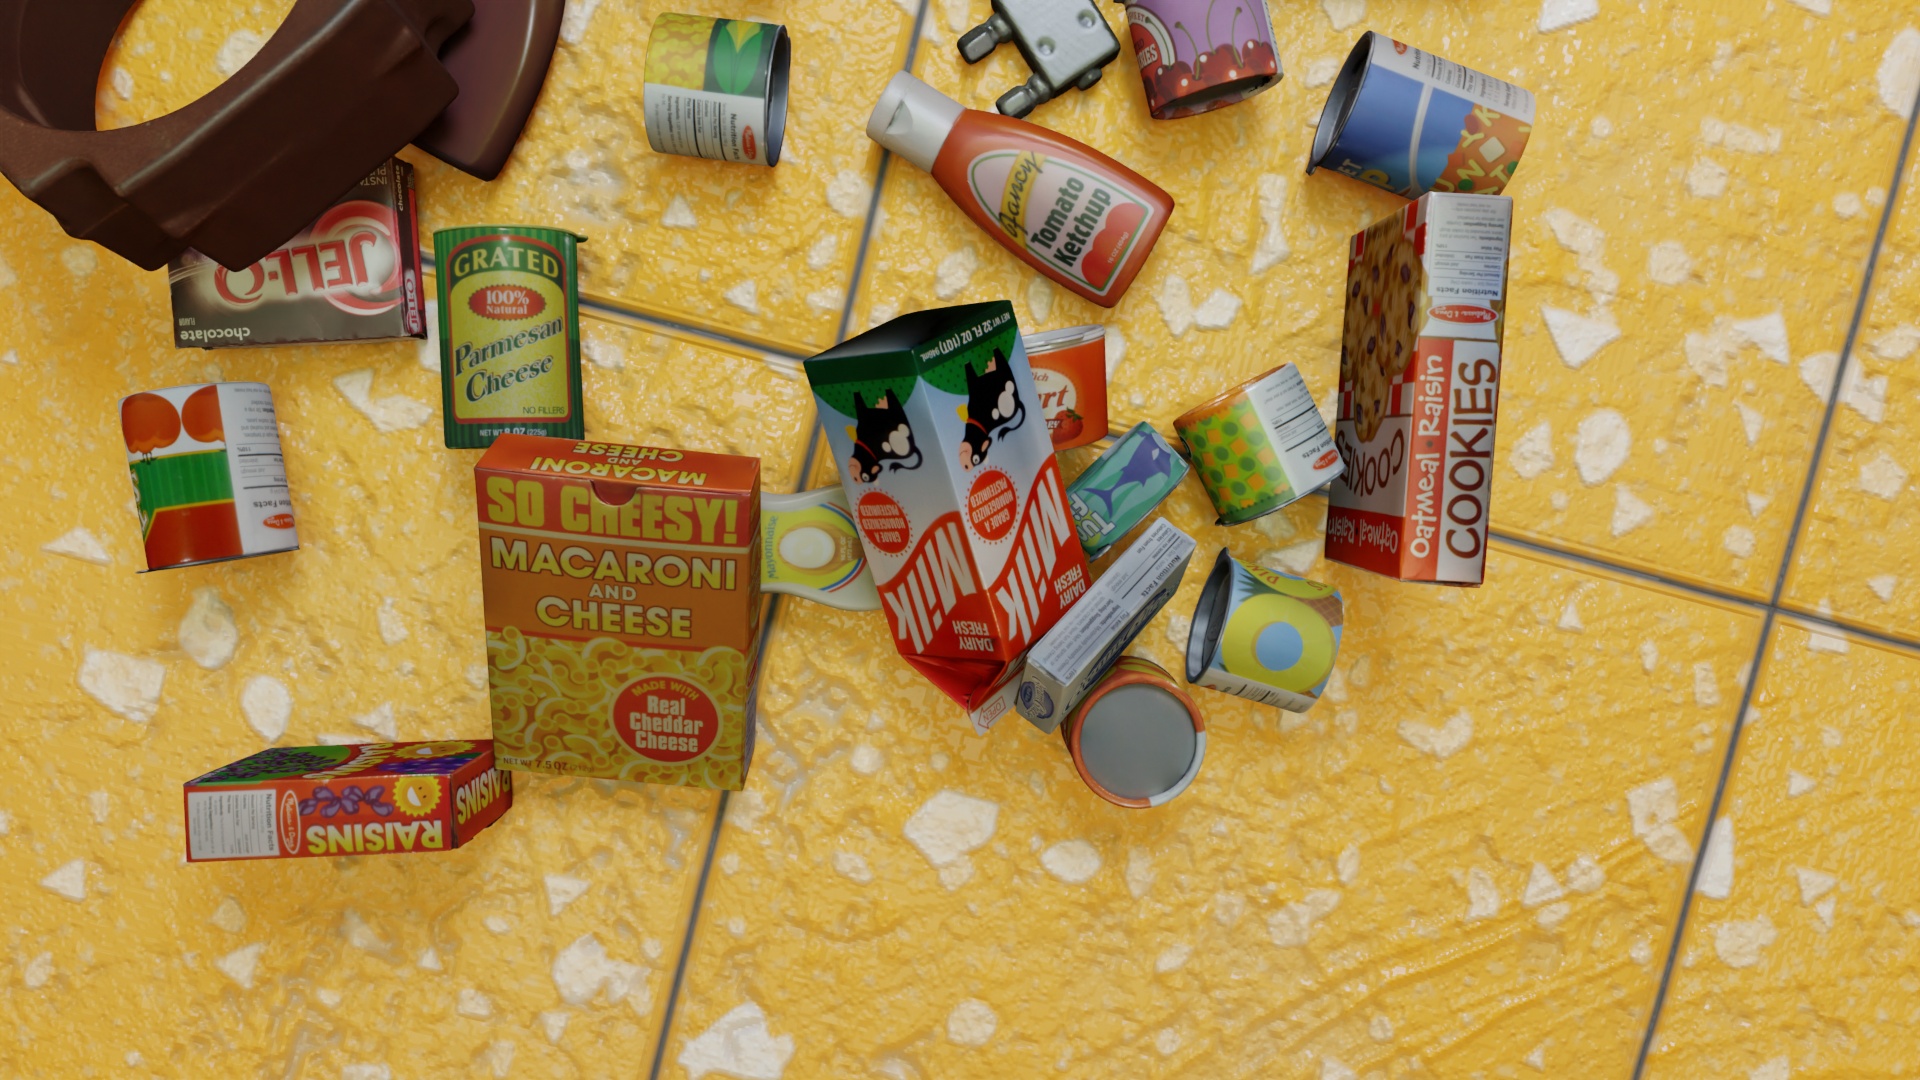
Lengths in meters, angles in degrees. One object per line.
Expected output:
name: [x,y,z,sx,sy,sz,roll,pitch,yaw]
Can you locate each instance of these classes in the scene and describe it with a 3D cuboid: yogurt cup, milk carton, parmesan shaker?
yogurt cup: [0.041,-0.073,0.676,0.072,0.072,0.053,-11,102,0]
milk carton: [0.002,-0.008,0.649,0.073,0.073,0.190,-34,114,-41]
parmesan shaker: [-0.213,-0.096,0.669,0.071,0.071,0.103,-2,94,-1]

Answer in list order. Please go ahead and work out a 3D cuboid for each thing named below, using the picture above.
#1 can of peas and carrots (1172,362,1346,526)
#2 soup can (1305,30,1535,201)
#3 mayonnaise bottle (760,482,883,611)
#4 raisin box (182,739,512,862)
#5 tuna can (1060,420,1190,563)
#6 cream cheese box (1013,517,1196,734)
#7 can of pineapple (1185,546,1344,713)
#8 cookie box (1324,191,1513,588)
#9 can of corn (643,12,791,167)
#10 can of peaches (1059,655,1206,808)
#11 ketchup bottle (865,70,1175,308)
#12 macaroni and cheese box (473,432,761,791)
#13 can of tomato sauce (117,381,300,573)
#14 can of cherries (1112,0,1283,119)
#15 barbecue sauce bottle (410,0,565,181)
can of peas and carrots: [0.143,-0.046,0.678,0.071,0.071,0.058,-27,93,1]
soup can: [0.221,-0.197,0.671,0.084,0.071,0.071,20,93,-2]
mayonnaise bottle: [-0.103,0.001,0.688,0.148,0.041,0.064,2,96,-1]
raisin box: [-0.290,0.124,0.670,0.123,0.086,0.040,-3,92,-1]
tuna can: [0.075,-0.023,0.675,0.071,0.071,0.033,-44,92,2]
cream cheese box: [0.067,0.039,0.648,0.024,0.053,0.104,37,62,17]
can of pineapple: [0.149,0.044,0.682,0.058,0.071,0.071,16,93,-2]
cookie box: [0.211,-0.066,0.648,0.040,0.123,0.167,4,93,0]
can of corn: [-0.115,-0.217,0.665,0.058,0.071,0.071,7,93,-1]
can of peaches: [0.082,0.093,0.687,0.071,0.058,0.071,0,94,-1]
ketchup bottle: [0.027,-0.176,0.677,0.149,0.044,0.064,30,113,-2]
macaroni and cheese box: [-0.159,0.037,0.658,0.124,0.040,0.165,5,118,-2]
can of tomato sauce: [-0.364,-0.030,0.670,0.071,0.071,0.083,-9,93,0]
can of cherries: [0.114,-0.239,0.665,0.071,0.071,0.058,-14,95,0]
barbecue sauce bottle: [-0.223,-0.253,0.671,0.065,0.043,0.148,28,92,4]
